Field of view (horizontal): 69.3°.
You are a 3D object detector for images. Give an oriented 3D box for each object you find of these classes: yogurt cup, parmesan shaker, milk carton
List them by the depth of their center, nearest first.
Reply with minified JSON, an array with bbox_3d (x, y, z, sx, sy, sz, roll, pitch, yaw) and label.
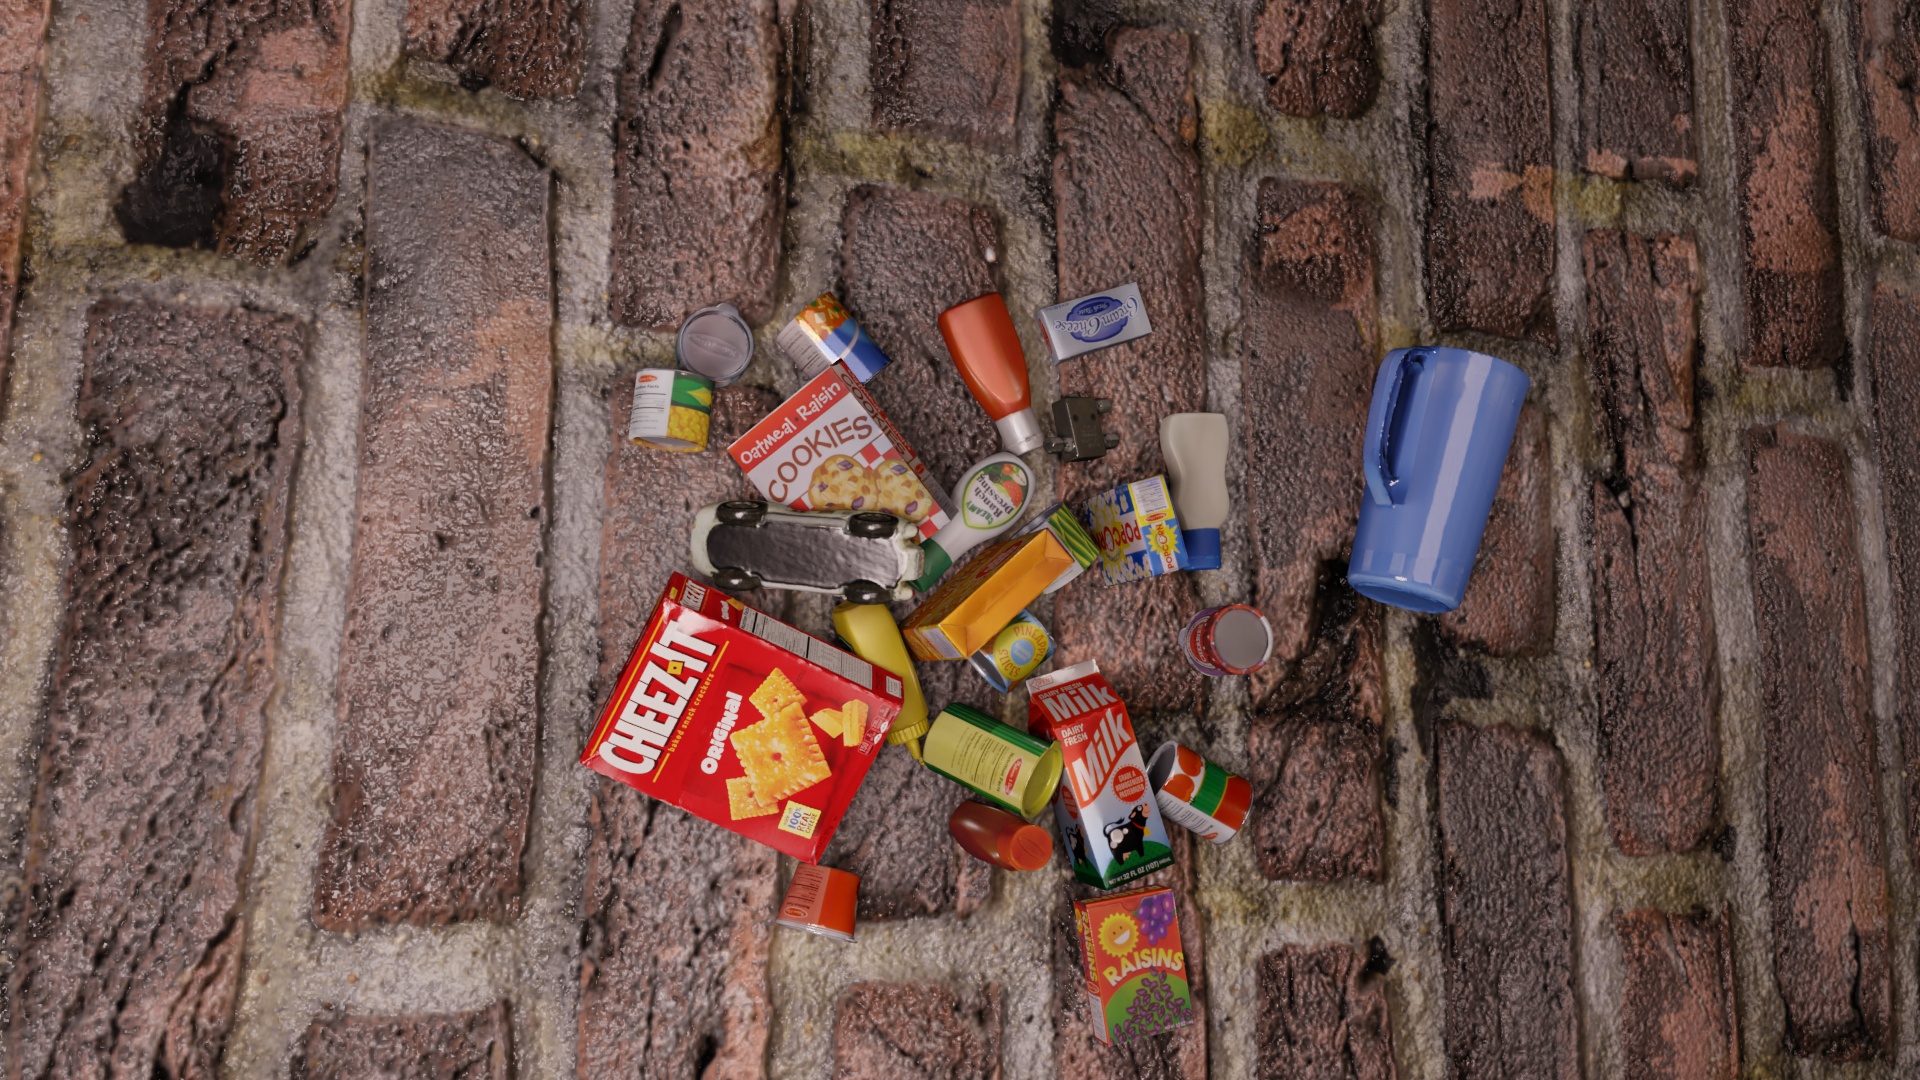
[{"bbox_3d":[-0.116,0.303,1.166,0.072,0.072,0.054,18,71,-13],"label":"yogurt cup"},{"bbox_3d":[0.029,0.185,1.195,0.103,0.071,0.071,22,74,29],"label":"parmesan shaker"},{"bbox_3d":[0.118,0.206,1.239,0.072,0.073,0.190,-16,87,-17],"label":"milk carton"}]

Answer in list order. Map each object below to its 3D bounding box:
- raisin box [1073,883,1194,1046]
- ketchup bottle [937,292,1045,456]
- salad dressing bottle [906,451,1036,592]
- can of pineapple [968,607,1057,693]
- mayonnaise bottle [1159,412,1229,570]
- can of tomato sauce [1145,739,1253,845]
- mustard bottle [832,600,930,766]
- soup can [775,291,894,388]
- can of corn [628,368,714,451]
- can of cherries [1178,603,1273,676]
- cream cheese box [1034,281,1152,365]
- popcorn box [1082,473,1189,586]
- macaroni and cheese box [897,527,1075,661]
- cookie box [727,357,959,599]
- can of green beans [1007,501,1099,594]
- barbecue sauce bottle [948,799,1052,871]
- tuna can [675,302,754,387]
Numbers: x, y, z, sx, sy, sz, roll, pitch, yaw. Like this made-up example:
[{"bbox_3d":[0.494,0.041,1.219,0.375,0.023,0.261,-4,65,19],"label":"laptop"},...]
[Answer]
[{"bbox_3d":[0.155,0.379,1.246,0.086,0.040,0.123,-7,84,-16],"label":"raisin box"},{"bbox_3d":[0.034,-0.150,1.277,0.065,0.043,0.148,-23,90,-17],"label":"ketchup bottle"},{"bbox_3d":[0.004,-0.016,1.251,0.064,0.044,0.148,46,74,-5],"label":"salad dressing bottle"},{"bbox_3d":[0.042,0.094,1.234,0.058,0.071,0.071,-40,95,-16],"label":"can of pineapple"},{"bbox_3d":[0.225,-0.046,1.321,0.065,0.041,0.148,-1,84,-15],"label":"mayonnaise bottle"},{"bbox_3d":[0.214,0.228,1.269,0.083,0.071,0.071,30,76,-10],"label":"can of tomato sauce"},{"bbox_3d":[-0.062,0.125,1.205,0.049,0.065,0.160,-23,95,-15],"label":"mustard bottle"},{"bbox_3d":[-0.110,-0.169,1.227,0.071,0.071,0.083,-43,96,-16],"label":"soup can"},{"bbox_3d":[-0.244,-0.109,1.181,0.071,0.071,0.058,8,82,-15],"label":"can of corn"},{"bbox_3d":[0.248,0.094,1.299,0.071,0.058,0.071,2,83,-16],"label":"can of cherries"},{"bbox_3d":[0.127,-0.207,1.321,0.104,0.024,0.053,-19,90,-17],"label":"cream cheese box"},{"bbox_3d":[0.156,-0.007,1.251,0.038,0.126,0.085,-16,88,-14],"label":"popcorn box"},{"bbox_3d":[0.015,0.050,1.181,0.124,0.166,0.040,-41,96,-16],"label":"macaroni and cheese box"},{"bbox_3d":[-0.101,-0.053,1.197,0.122,0.040,0.167,-36,95,18],"label":"cookie box"},{"bbox_3d":[0.084,0.007,1.259,0.071,0.071,0.058,-39,96,-17],"label":"can of green beans"},{"bbox_3d":[0.037,0.252,1.171,0.065,0.148,0.044,41,75,-8],"label":"barbecue sauce bottle"},{"bbox_3d":[-0.214,-0.170,1.213,0.071,0.032,0.071,2,83,-16],"label":"tuna can"}]
